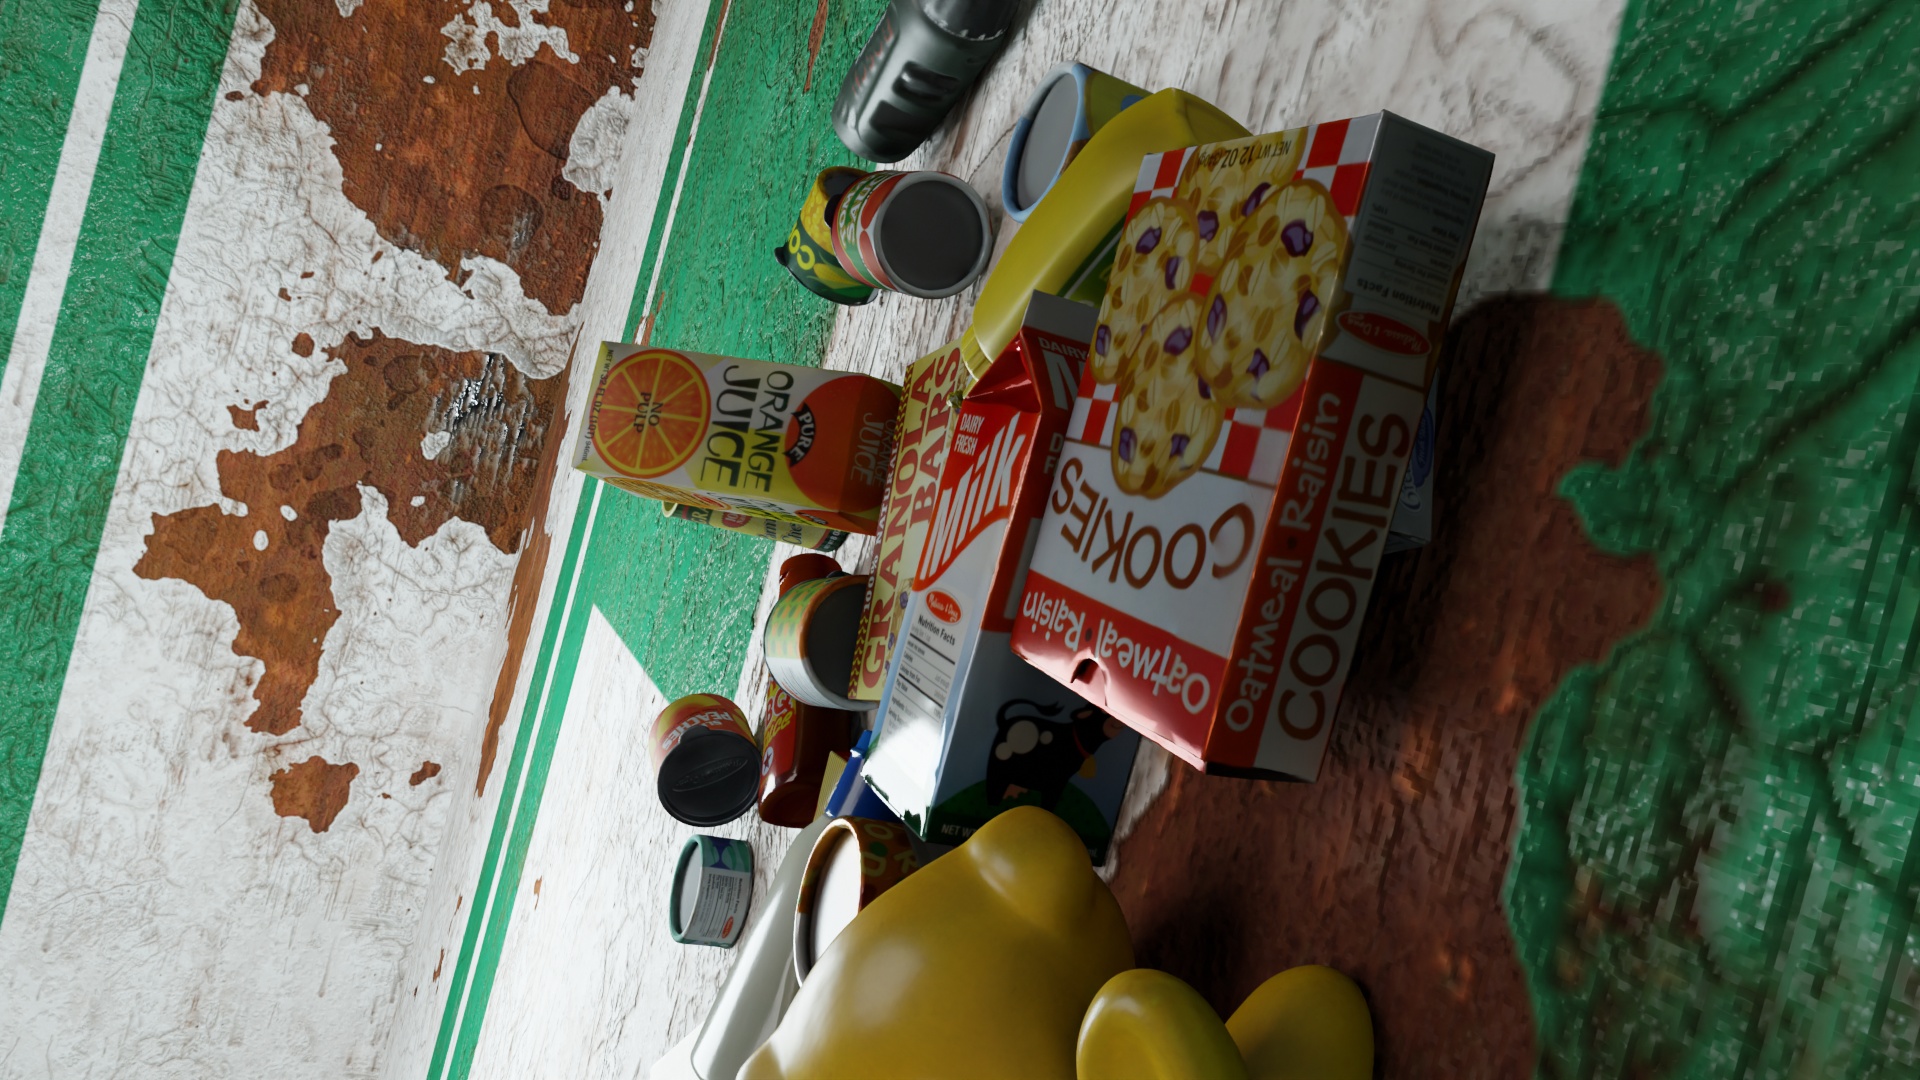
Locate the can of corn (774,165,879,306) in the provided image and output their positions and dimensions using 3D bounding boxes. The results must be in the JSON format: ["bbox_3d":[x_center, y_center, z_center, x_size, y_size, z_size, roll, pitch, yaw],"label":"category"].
[{"bbox_3d":[-0.071,-0.188,0.854,0.058,0.071,0.071,-56,30,38],"label":"can of corn"}]

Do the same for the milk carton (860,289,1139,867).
[{"bbox_3d":[0.031,0.011,0.499,0.073,0.072,0.190,22,98,67],"label":"milk carton"}]

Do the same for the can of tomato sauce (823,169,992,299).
[{"bbox_3d":[-0.029,-0.166,0.744,0.083,0.071,0.071,35,108,65],"label":"can of tomato sauce"}]

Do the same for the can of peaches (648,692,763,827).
[{"bbox_3d":[-0.160,0.134,0.868,0.071,0.071,0.058,-71,22,12],"label":"can of peaches"}]

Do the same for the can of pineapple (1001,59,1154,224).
[{"bbox_3d":[0.056,-0.148,0.553,0.070,0.058,0.071,-45,38,51],"label":"can of pineapple"}]

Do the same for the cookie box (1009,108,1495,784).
[{"bbox_3d":[0.073,-0.030,0.398,0.123,0.040,0.167,24,100,67],"label":"cookie box"}]

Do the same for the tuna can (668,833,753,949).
[{"bbox_3d":[-0.154,0.214,0.852,0.070,0.033,0.071,-44,38,50],"label":"tuna can"}]

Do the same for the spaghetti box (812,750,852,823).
[{"bbox_3d":[-0.073,0.227,0.662,0.050,0.029,0.250,12,87,67],"label":"spaghetti box"}]

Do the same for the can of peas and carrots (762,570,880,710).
[{"bbox_3d":[-0.057,0.048,0.686,0.058,0.071,0.071,-9,68,65],"label":"can of peas and carrots"}]

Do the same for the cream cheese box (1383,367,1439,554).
[{"bbox_3d":[0.099,-0.018,0.420,0.103,0.024,0.053,-22,58,63],"label":"cream cheese box"}]

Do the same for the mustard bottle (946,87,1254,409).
[{"bbox_3d":[0.045,-0.093,0.519,0.159,0.065,0.049,-43,40,38],"label":"mustard bottle"}]

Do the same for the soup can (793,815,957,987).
[{"bbox_3d":[-0.009,0.135,0.499,0.071,0.084,0.071,-46,36,49],"label":"soup can"}]

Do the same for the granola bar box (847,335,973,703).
[{"bbox_3d":[0.002,-0.008,0.618,0.124,0.039,0.166,-14,64,64],"label":"granola bar box"}]

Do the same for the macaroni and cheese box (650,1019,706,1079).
[{"bbox_3d":[-0.065,0.237,0.572,0.166,0.040,0.124,-44,34,24],"label":"macaroni and cheese box"}]

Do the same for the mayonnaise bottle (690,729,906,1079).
[{"bbox_3d":[-0.053,0.150,0.549,0.064,0.041,0.148,6,67,59],"label":"mayonnaise bottle"}]

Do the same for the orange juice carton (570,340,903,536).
[{"bbox_3d":[-0.095,-0.050,0.724,0.073,0.193,0.072,35,-114,-72],"label":"orange juice carton"}]

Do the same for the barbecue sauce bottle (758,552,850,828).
[{"bbox_3d":[-0.083,0.077,0.757,0.064,0.044,0.149,-51,33,46],"label":"barbecue sauce bottle"}]

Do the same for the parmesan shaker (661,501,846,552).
[{"bbox_3d":[-0.117,-0.037,0.827,0.071,0.103,0.071,-45,38,51],"label":"parmesan shaker"}]
